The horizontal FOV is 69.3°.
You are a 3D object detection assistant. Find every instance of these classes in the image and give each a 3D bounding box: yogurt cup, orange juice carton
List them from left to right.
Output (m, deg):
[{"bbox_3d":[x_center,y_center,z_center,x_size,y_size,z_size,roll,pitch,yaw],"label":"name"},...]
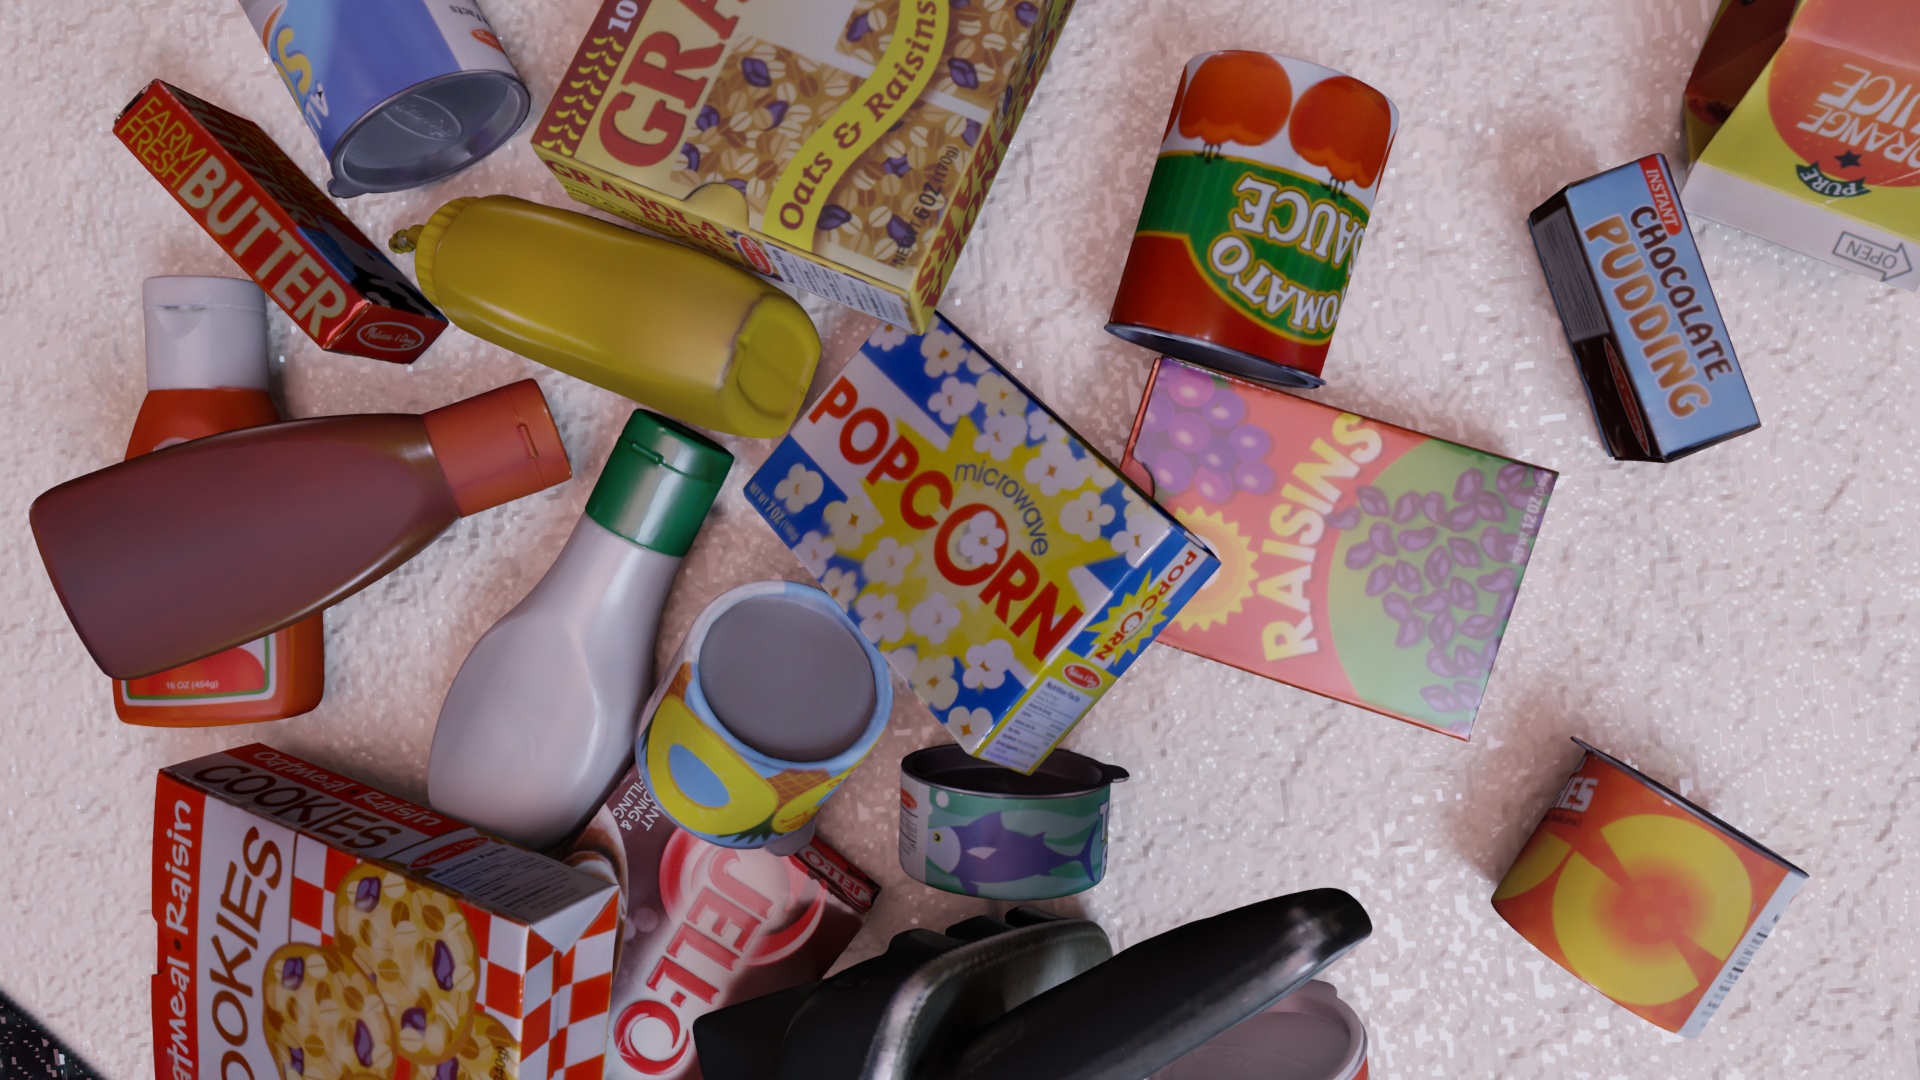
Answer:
[{"bbox_3d":[0.097,0.179,0.427,0.072,0.072,0.054,-16,99,8],"label":"yogurt cup"},{"bbox_3d":[0.269,-0.171,0.384,0.072,0.073,0.192,21,95,6],"label":"orange juice carton"}]

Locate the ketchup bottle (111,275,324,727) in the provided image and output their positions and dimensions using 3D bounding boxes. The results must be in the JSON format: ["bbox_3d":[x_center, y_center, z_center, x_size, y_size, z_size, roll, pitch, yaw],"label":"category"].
[{"bbox_3d":[-0.253,-0.013,0.471,0.065,0.043,0.148,-1,92,-2],"label":"ketchup bottle"}]

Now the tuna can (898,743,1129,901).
[{"bbox_3d":[0.016,0.086,0.431,0.071,0.071,0.032,3,95,7],"label":"tuna can"}]

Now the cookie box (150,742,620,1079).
[{"bbox_3d":[-0.188,0.146,0.438,0.167,0.040,0.122,12,102,27],"label":"cookie box"}]

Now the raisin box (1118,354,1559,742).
[{"bbox_3d":[0.106,0.001,0.430,0.123,0.040,0.086,18,96,7],"label":"raisin box"}]

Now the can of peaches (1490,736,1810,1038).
[{"bbox_3d":[0.199,0.101,0.410,0.071,0.071,0.058,30,97,5],"label":"can of peaches"}]

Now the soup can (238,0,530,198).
[{"bbox_3d":[-0.191,-0.163,0.445,0.071,0.071,0.084,-30,88,8],"label":"soup can"}]

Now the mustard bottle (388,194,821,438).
[{"bbox_3d":[-0.123,-0.079,0.441,0.160,0.065,0.049,22,84,20],"label":"mustard bottle"}]

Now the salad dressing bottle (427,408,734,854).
[{"bbox_3d":[-0.123,0.030,0.457,0.064,0.044,0.147,29,95,15],"label":"salad dressing bottle"}]

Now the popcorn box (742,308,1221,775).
[{"bbox_3d":[0.001,-0.005,0.415,0.085,0.038,0.127,-49,57,7],"label":"popcorn box"}]

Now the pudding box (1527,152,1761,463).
[{"bbox_3d":[0.199,-0.066,0.410,0.030,0.050,0.083,-19,90,10],"label":"pudding box"}]

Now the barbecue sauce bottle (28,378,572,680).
[{"bbox_3d":[-0.201,-0.011,0.440,0.149,0.043,0.064,-22,104,-16],"label":"barbecue sauce bottle"}]

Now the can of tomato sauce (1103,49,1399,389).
[{"bbox_3d":[0.087,-0.093,0.412,0.071,0.071,0.083,17,94,6],"label":"can of tomato sauce"}]

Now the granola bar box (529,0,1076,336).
[{"bbox_3d":[-0.035,-0.162,0.419,0.124,0.039,0.165,23,82,9],"label":"granola bar box"}]

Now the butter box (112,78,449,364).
[{"bbox_3d":[-0.222,-0.102,0.458,0.024,0.053,0.103,-45,87,5],"label":"butter box"}]

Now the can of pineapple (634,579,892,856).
[{"bbox_3d":[-0.059,0.055,0.428,0.071,0.071,0.057,41,138,3],"label":"can of pineapple"}]
